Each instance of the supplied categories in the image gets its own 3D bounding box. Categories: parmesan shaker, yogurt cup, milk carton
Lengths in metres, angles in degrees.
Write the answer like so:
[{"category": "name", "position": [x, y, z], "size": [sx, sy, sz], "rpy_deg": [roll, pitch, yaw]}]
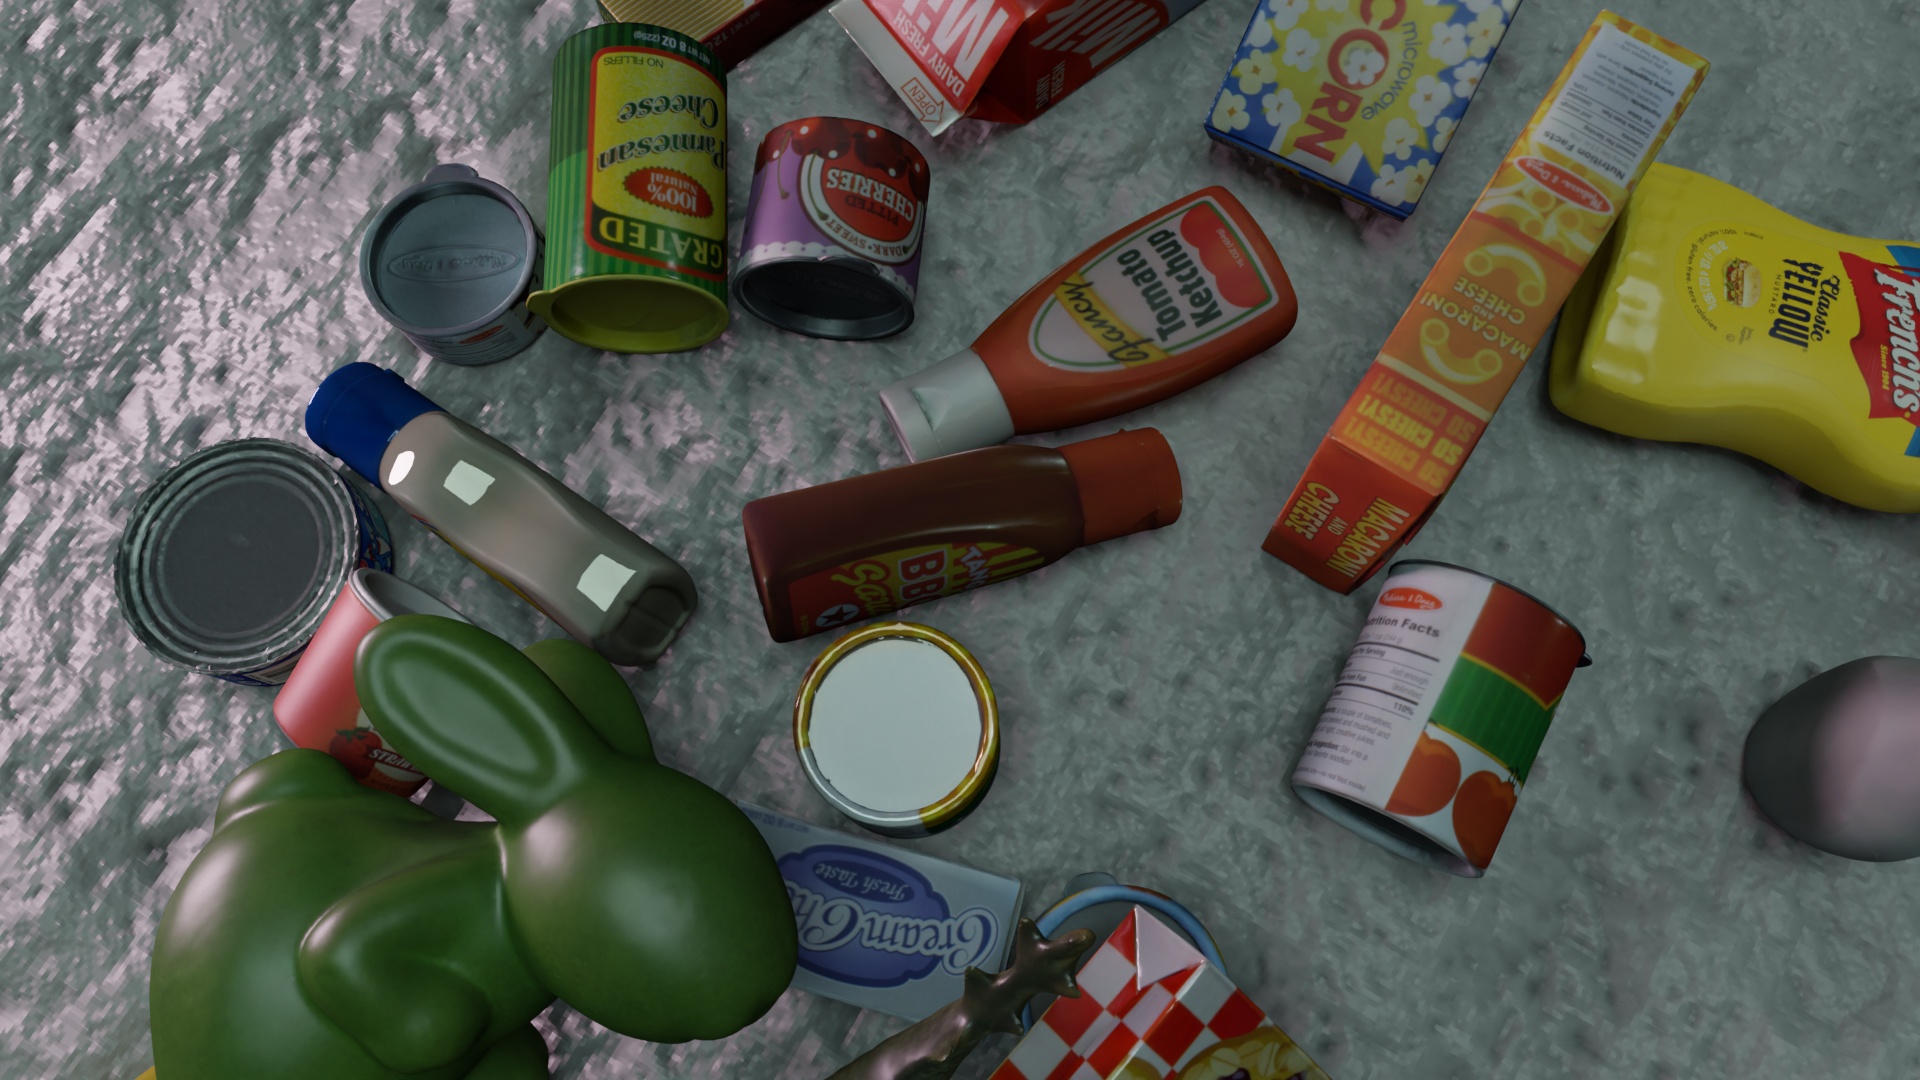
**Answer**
[{"category": "parmesan shaker", "position": [-0.122, -0.130, 0.513], "size": [0.071, 0.071, 0.103], "rpy_deg": [-3, 74, 1]}, {"category": "yogurt cup", "position": [-0.191, 0.050, 0.469], "size": [0.072, 0.072, 0.054], "rpy_deg": [37, 87, 11]}, {"category": "milk carton", "position": [0.046, -0.232, 0.536], "size": [0.191, 0.073, 0.072], "rpy_deg": [-36, 77, -8]}]

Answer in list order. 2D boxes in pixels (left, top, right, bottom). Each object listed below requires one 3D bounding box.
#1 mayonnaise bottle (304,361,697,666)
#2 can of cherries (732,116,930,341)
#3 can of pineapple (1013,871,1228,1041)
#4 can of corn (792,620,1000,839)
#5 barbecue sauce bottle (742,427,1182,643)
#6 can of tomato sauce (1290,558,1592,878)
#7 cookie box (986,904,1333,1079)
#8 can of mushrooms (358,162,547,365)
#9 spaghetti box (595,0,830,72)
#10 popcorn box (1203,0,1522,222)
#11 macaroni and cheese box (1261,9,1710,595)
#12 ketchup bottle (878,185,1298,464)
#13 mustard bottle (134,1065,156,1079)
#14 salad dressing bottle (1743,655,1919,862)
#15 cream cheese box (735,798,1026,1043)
[{"category": "mayonnaise bottle", "position": [-0.164, -0.011, 0.487], "size": [0.148, 0.064, 0.041], "rpy_deg": [32, 82, 14]}, {"category": "can of cherries", "position": [-0.044, -0.113, 0.506], "size": [0.071, 0.071, 0.058], "rpy_deg": [6, 74, 3]}, {"category": "can of pineapple", "position": [0.048, 0.141, 0.437], "size": [0.071, 0.057, 0.071], "rpy_deg": [-1, 74, 2]}, {"category": "can of corn", "position": [-0.019, 0.062, 0.462], "size": [0.071, 0.058, 0.071], "rpy_deg": [0, 75, 1]}, {"category": "barbecue sauce bottle", "position": [0.002, -0.006, 0.481], "size": [0.149, 0.064, 0.044], "rpy_deg": [-14, 66, -11]}, {"category": "can of tomato sauce", "position": [0.157, 0.059, 0.454], "size": [0.071, 0.071, 0.083], "rpy_deg": [27, 78, 9]}, {"category": "cookie box", "position": [0.068, 0.202, 0.386], "size": [0.123, 0.040, 0.167], "rpy_deg": [-47, 112, -10]}, {"category": "can of mushrooms", "position": [-0.188, -0.104, 0.527], "size": [0.071, 0.033, 0.071], "rpy_deg": [-1, 74, 2]}, {"category": "spaghetti box", "position": [-0.034, -0.271, 0.572], "size": [0.250, 0.028, 0.050], "rpy_deg": [-38, 77, -8]}, {"category": "popcorn box", "position": [0.156, -0.193, 0.512], "size": [0.085, 0.038, 0.126], "rpy_deg": [27, 107, 9]}, {"category": "macaroni and cheese box", "position": [0.168, -0.070, 0.460], "size": [0.040, 0.123, 0.167], "rpy_deg": [32, 78, 11]}, {"category": "ketchup bottle", "position": [0.044, -0.070, 0.506], "size": [0.149, 0.043, 0.065], "rpy_deg": [-27, 75, -5]}, {"category": "mustard bottle", "position": [-0.266, 0.235, 0.425], "size": [0.065, 0.048, 0.160], "rpy_deg": [34, 79, 11]}, {"category": "salad dressing bottle", "position": [0.288, 0.060, 0.407], "size": [0.044, 0.147, 0.064], "rpy_deg": [20, 77, 7]}, {"category": "cream cheese box", "position": [-0.034, 0.126, 0.461], "size": [0.104, 0.024, 0.053], "rpy_deg": [14, 76, 6]}]
